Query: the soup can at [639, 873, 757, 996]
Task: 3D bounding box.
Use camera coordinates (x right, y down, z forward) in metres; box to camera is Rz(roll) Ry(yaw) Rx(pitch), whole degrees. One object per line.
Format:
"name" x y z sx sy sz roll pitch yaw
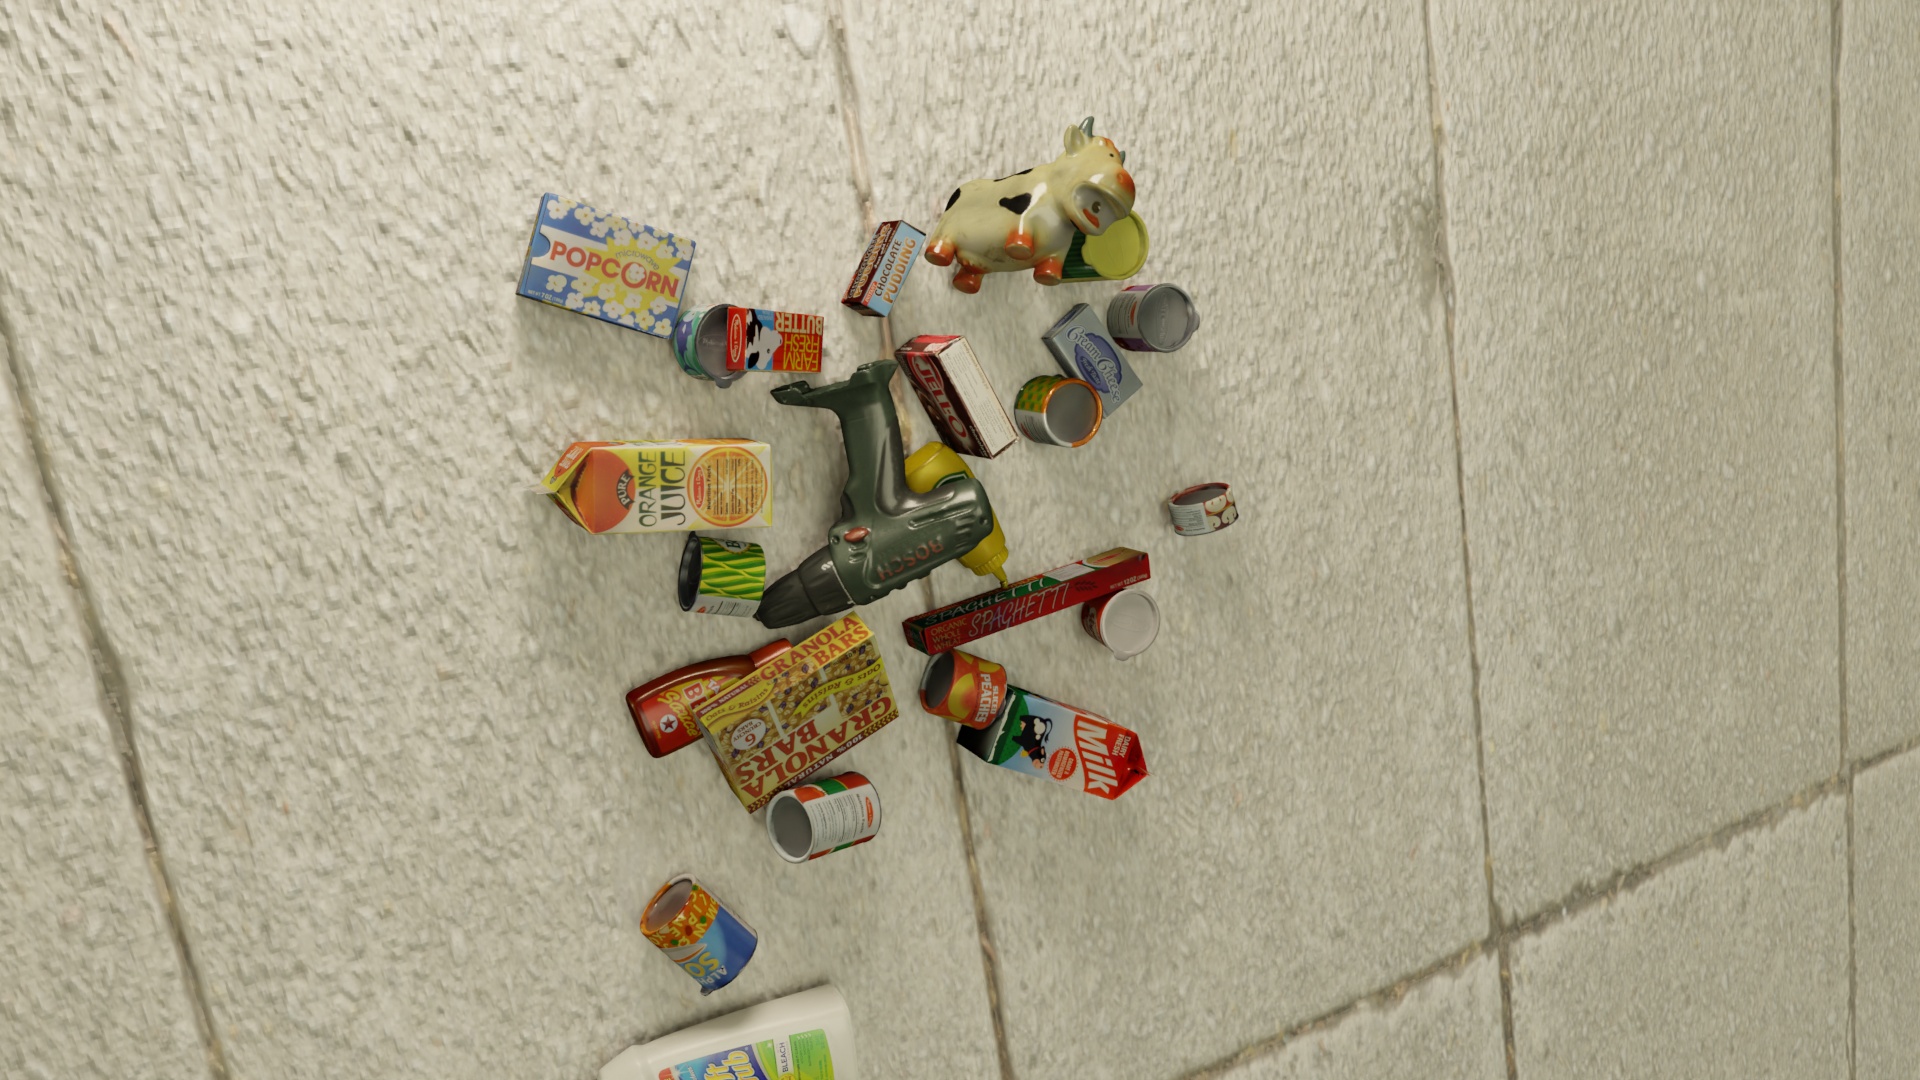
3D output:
"soup can" -0.232 0.348 1.226 0.071 0.071 0.083 -46 113 -12

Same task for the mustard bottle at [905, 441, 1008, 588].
"mustard bottle" 0.005 -0.016 1.296 0.065 0.049 0.160 -40 112 -9

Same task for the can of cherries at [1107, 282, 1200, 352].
"can of cherries" 0.187 -0.215 1.348 0.071 0.058 0.071 -4 98 -25

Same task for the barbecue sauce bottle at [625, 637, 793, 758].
"barbecue sauce bottle" -0.213 0.132 1.217 0.149 0.043 0.064 -25 108 -21

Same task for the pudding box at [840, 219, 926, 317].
"pudding box" -0.068 -0.240 1.228 0.030 0.050 0.084 28 86 -28

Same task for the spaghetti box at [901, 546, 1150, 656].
"spaghetti box" 0.066 0.056 1.335 0.251 0.050 0.028 -18 104 -22

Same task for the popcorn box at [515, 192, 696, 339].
"popcorn box" -0.288 -0.222 1.133 0.127 0.038 0.085 14 93 -27

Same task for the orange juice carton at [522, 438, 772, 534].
"orange juice carton" -0.259 -0.046 1.154 0.193 0.072 0.073 -3 99 -25

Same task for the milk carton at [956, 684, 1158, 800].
"milk carton" 0.101 0.199 1.361 0.190 0.072 0.073 21 88 -27

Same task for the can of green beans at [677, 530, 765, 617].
"can of green beans" -0.205 0.031 1.194 0.058 0.071 0.071 8 95 -27

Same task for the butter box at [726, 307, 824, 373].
"butter box" -0.157 -0.169 1.183 0.104 0.024 0.053 -8 103 -57

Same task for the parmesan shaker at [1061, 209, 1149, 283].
"parmesan shaker" 0.116 -0.271 1.281 0.071 0.103 0.071 -4 99 -25

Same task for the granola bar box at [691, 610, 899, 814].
"granola bar box" -0.140 0.153 1.229 0.166 0.039 0.123 -32 138 -18

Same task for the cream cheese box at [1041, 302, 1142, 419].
"cream cheese box" 0.128 -0.173 1.345 0.053 0.024 0.103 -43 113 -14

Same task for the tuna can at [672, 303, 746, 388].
"tuna can" -0.207 -0.164 1.171 0.071 0.033 0.071 -11 105 -47

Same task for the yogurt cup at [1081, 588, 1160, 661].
"yogurt cup" 0.156 0.077 1.379 0.072 0.054 0.072 -4 100 -25

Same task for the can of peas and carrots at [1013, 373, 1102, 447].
"can of peas and carrots" 0.095 -0.125 1.317 0.071 0.059 0.070 -4 100 -25

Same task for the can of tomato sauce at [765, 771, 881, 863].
"can of tomato sauce" -0.124 0.249 1.251 0.083 0.071 0.071 -7 102 -48

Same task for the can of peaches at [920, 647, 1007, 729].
"can of peaches" 0.003 0.139 1.306 0.058 0.071 0.071 22 88 -25

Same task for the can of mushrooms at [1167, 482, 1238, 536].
"can of mushrooms" 0.246 -0.033 1.400 0.071 0.071 0.033 -24 107 -20
